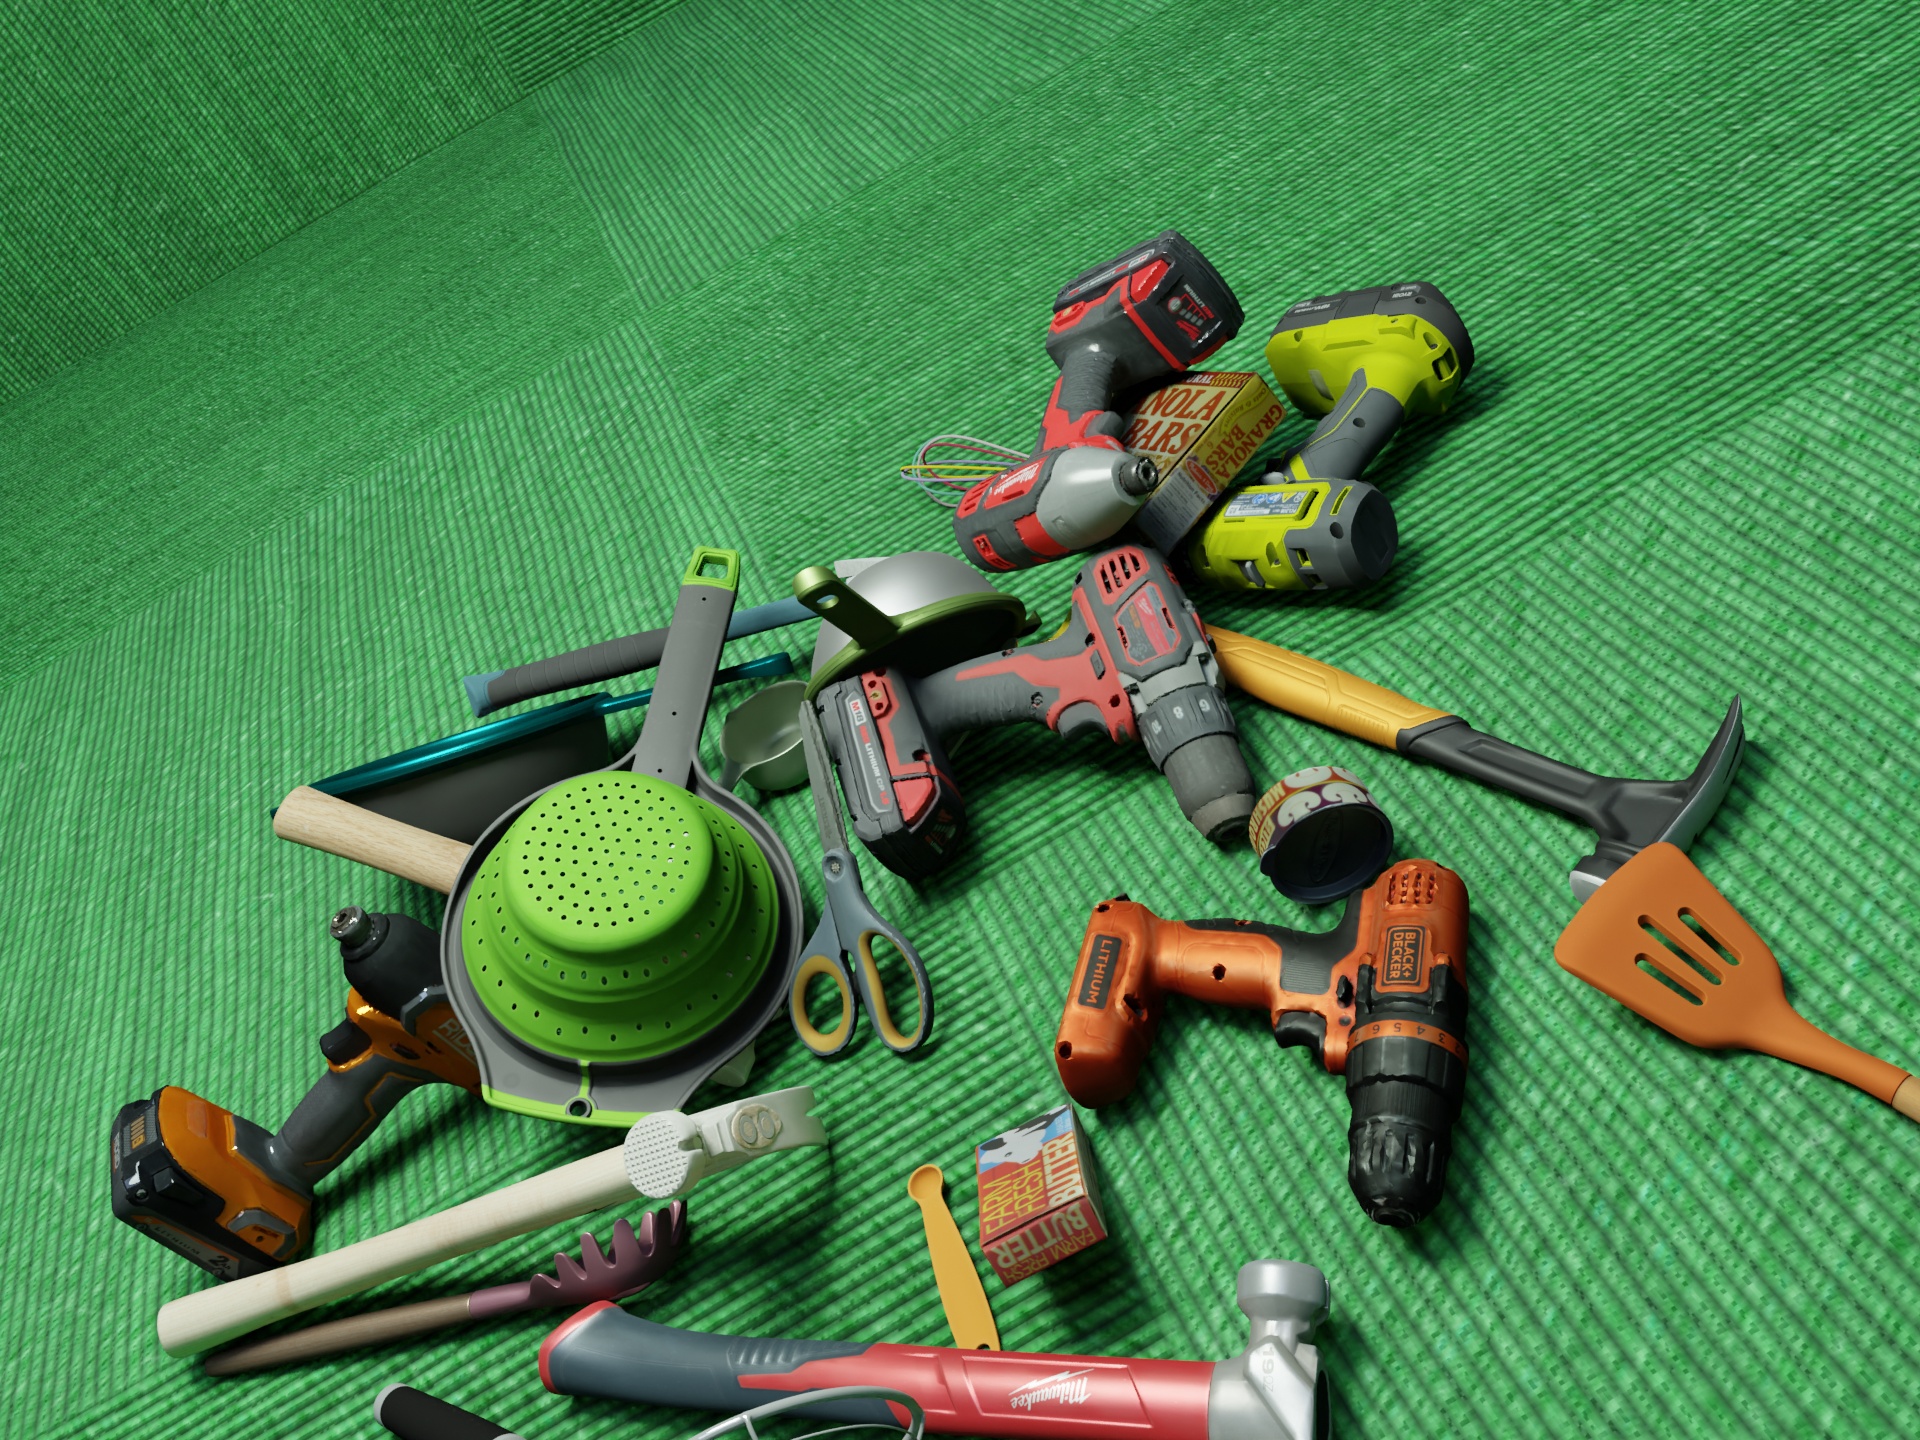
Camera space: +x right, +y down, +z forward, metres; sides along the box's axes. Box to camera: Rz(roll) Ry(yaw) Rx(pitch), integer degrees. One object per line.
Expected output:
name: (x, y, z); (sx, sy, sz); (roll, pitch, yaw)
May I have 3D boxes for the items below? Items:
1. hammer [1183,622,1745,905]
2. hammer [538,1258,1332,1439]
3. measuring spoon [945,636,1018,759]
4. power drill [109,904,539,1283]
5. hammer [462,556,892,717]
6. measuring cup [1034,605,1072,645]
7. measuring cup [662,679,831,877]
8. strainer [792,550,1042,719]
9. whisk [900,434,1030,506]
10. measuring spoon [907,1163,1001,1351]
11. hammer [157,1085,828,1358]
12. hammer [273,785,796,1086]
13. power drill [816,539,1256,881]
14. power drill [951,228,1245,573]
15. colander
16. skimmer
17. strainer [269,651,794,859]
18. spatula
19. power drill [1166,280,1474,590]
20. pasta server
hammer: (0.242, -0.005, 0.866); (0.127, 0.034, 0.337); (-46, 42, -17)
hammer: (-0.032, 0.308, 0.697); (0.386, 0.038, 0.143); (-8, 51, 26)
measuring spoon: (-0.002, -0.003, 0.999); (0.124, 0.018, 0.034); (-58, 31, -7)
power drill: (-0.371, 0.207, 0.918); (0.226, 0.164, 0.084); (-36, 40, -4)
hammer: (-0.188, -0.058, 1.112); (0.331, 0.033, 0.128); (-15, 15, 0)
measuring cup: (0.081, -0.056, 1.033); (0.062, 0.029, 0.157); (-2, 37, 33)
measuring cup: (-0.141, 0.047, 1.046); (0.083, 0.038, 0.168); (9, 55, 38)
strainer: (-0.054, -0.071, 0.951); (0.151, 0.256, 0.069); (-28, 74, 10)
whisk: (0.063, -0.182, 1.161); (0.245, 0.047, 0.051); (7, 64, 31)
measuring spoon: (-0.001, 0.262, 0.755); (0.021, 0.011, 0.117); (-31, 43, 5)
hammer: (-0.266, 0.273, 0.848); (0.410, 0.146, 0.038); (-24, 75, 22)
hammer: (-0.253, 0.102, 0.944); (0.331, 0.031, 0.130); (18, 55, 9)
power drill: (0.048, 0.015, 0.916); (0.226, 0.080, 0.188); (-24, 61, 8)
power drill: (0.089, -0.192, 0.979); (0.143, 0.078, 0.220); (-13, 44, 49)
colander: (-0.180, 0.029, 0.921); (0.204, 0.094, 0.397); (7, 55, 0)
skimmer: (-0.165, 0.308, 0.704); (0.363, 0.127, 0.090); (-8, 70, 45)
strainer: (-0.265, 0.038, 1.072); (0.340, 0.095, 0.211); (-15, 7, 7)
spatula: (0.384, 0.151, 0.608); (0.081, 0.041, 0.323); (-41, 41, -14)
power drill: (0.215, -0.174, 1.028); (0.191, 0.080, 0.228); (5, 53, 46)
pasta server: (-0.282, 0.311, 0.852); (0.316, 0.060, 0.040); (-18, 78, 18)
